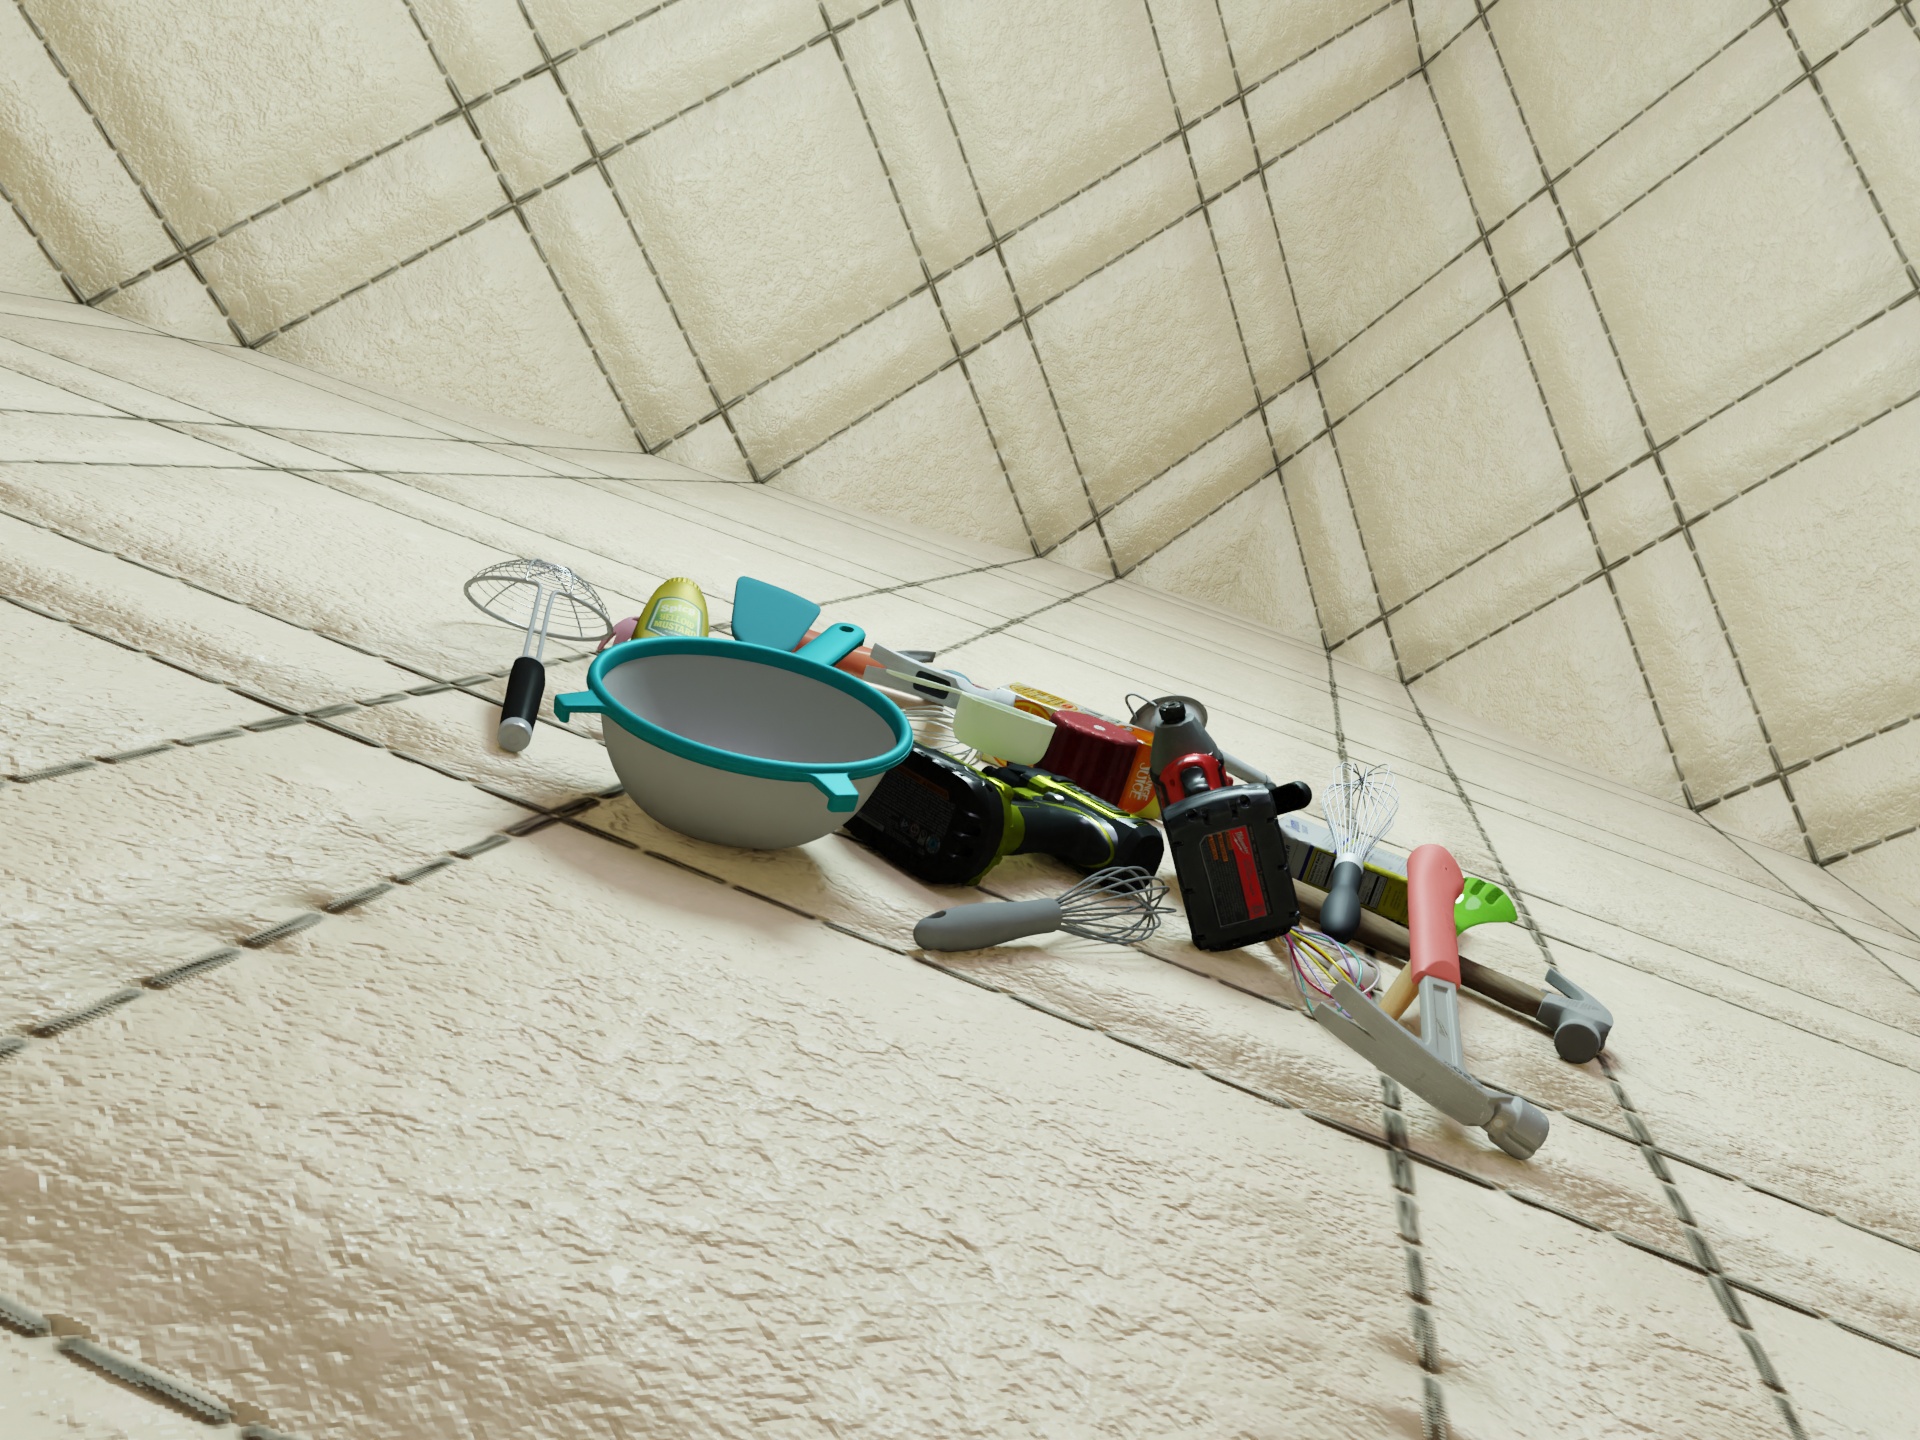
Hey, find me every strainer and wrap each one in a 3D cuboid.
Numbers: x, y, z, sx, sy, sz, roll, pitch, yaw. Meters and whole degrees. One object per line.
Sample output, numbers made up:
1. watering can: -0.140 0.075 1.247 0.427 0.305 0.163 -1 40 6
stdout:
1. strainer: 0.267 0.034 1.714 0.258 0.087 0.050 26 36 -40
2. strainer: -0.129 0.008 1.092 0.211 0.095 0.340 18 18 7

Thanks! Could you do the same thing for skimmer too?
1. skimmer: -0.335 -0.040 1.226 0.127 0.090 0.364 18 21 -17

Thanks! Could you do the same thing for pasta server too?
1. pasta server: -0.169 -0.043 1.447 0.316 0.040 0.060 15 12 -10

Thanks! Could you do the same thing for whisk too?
1. whisk: 0.058 0.127 1.021 0.238 0.055 0.055 -1 22 -46
2. whisk: 0.247 0.165 1.153 0.047 0.051 0.245 25 5 -9
3. whisk: -0.088 -0.002 1.325 0.246 0.059 0.058 12 47 28
4. whisk: 0.321 0.105 1.303 0.070 0.070 0.285 20 28 9

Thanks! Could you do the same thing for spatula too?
1. spatula: -0.182 -0.046 1.343 0.082 0.044 0.318 22 21 -6

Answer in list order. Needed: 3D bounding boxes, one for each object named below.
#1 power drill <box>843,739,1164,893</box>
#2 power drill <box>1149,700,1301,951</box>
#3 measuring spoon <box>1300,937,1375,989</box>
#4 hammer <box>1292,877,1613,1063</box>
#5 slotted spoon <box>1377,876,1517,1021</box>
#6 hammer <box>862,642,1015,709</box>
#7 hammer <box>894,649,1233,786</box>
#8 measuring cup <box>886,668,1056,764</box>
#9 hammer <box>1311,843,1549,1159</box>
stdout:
1. power drill: 0.025 0.067 1.176 0.171 0.080 0.223 28 11 39
2. power drill: 0.188 0.074 1.209 0.078 0.143 0.220 -15 15 3
3. measuring spoon: 0.274 0.171 1.208 0.034 0.018 0.124 13 12 -24
4. hammer: 0.352 0.177 1.270 0.331 0.031 0.130 24 13 26
5. slotted spoon: 0.356 0.171 1.187 0.070 0.031 0.314 20 23 26
6. hammer: -0.014 -0.031 1.443 0.128 0.033 0.331 19 2 1
7. hammer: 0.104 0.005 1.676 0.386 0.038 0.143 22 10 16
8. measuring cup: -0.002 -0.004 1.230 0.168 0.038 0.083 20 4 39
9. hammer: 0.314 0.157 1.080 0.149 0.036 0.359 36 22 2
